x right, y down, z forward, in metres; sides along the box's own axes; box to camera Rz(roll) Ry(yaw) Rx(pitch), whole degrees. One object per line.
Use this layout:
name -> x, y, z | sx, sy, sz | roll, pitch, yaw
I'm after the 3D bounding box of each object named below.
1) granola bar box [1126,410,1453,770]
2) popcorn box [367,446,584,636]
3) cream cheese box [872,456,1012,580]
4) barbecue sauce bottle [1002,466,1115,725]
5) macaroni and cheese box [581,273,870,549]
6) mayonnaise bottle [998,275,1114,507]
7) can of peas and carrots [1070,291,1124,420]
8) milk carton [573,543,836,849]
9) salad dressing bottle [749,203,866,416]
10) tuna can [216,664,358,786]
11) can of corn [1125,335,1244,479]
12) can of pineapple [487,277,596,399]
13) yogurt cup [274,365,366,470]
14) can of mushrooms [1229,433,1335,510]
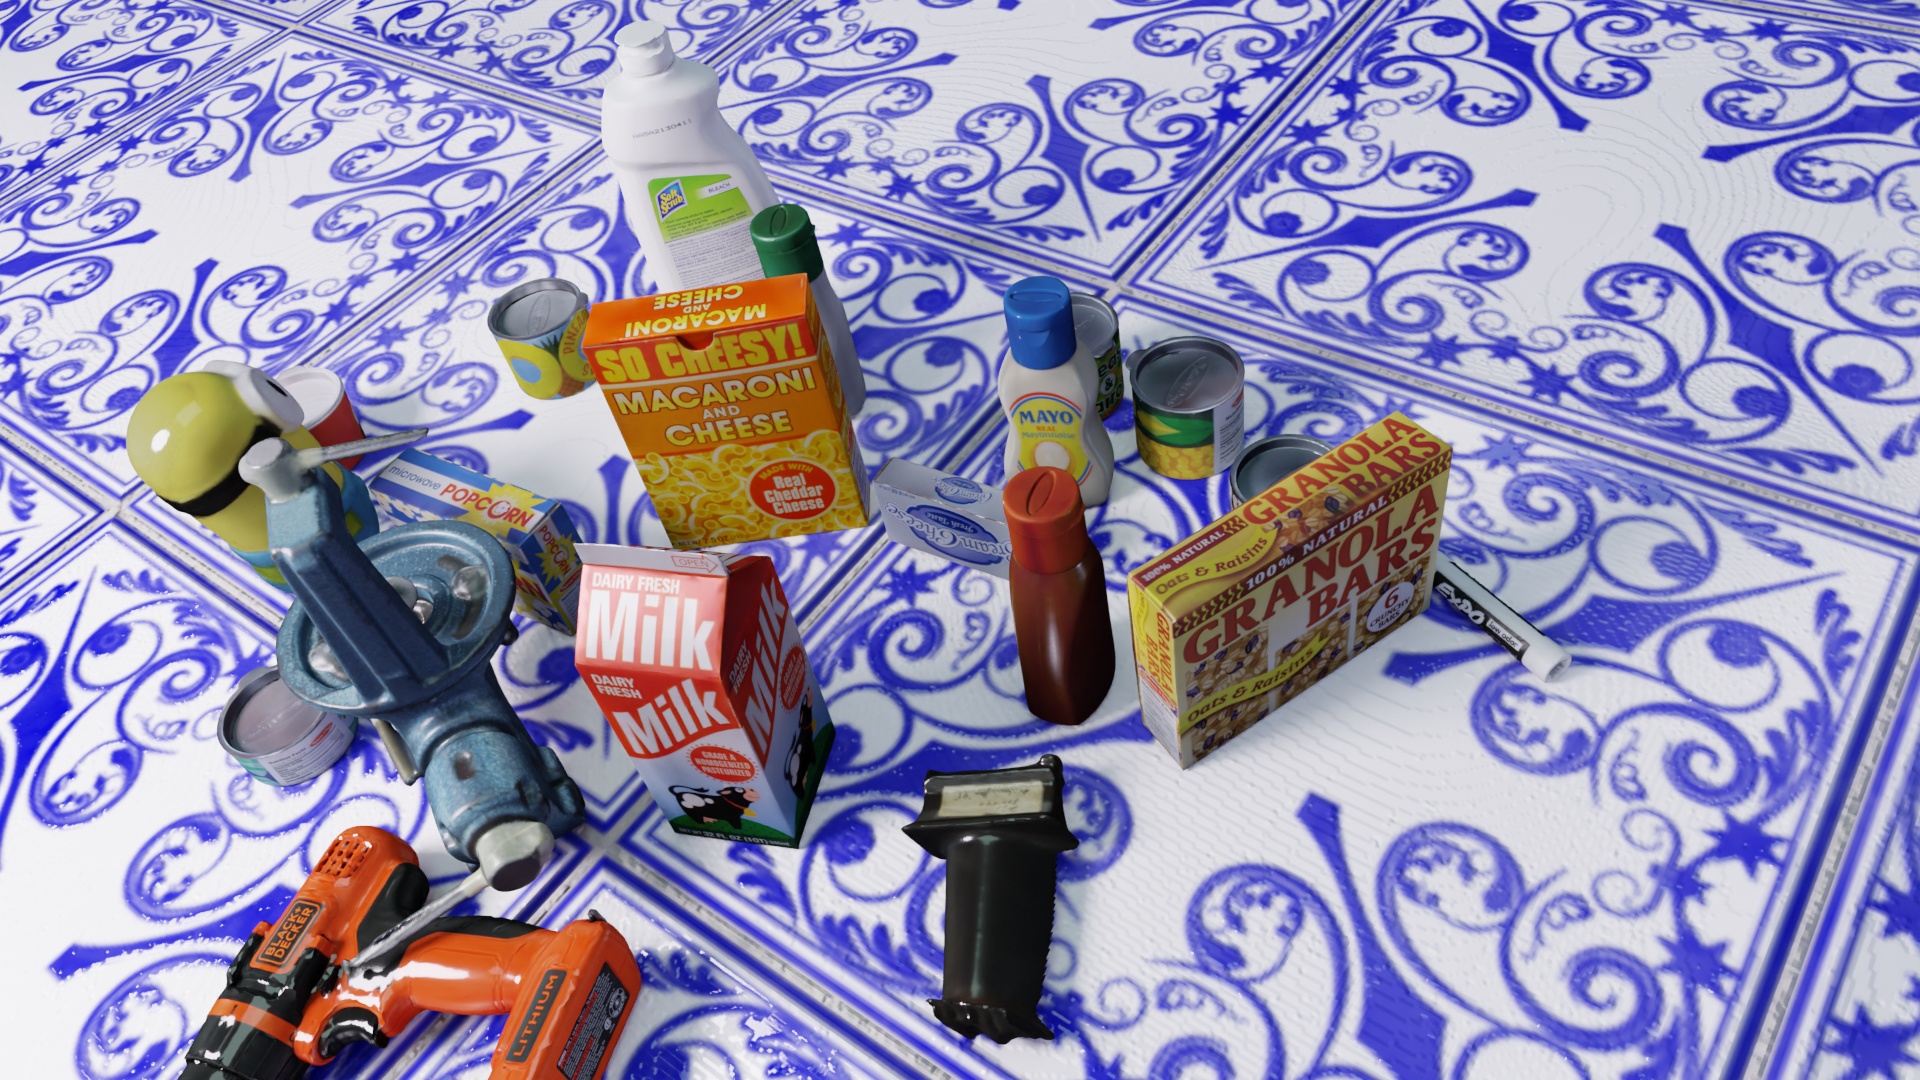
granola bar box -> 0.161, 0.025, 0.683 | 0.166, 0.123, 0.039 | -30, 50, -15
popcorn box -> -0.278, 0.000, 0.821 | 0.127, 0.084, 0.038 | 18, 55, 25
cream cheese box -> 0.003, -0.010, 0.795 | 0.104, 0.053, 0.024 | 18, 55, 25
barbecue sauce bottle -> 0.049, 0.027, 0.688 | 0.044, 0.147, 0.065 | 12, 52, 21
macaroni and cheese box -> -0.128, -0.068, 0.797 | 0.124, 0.165, 0.040 | -8, 48, 5
mayonnaise bottle -> 0.050, -0.080, 0.784 | 0.065, 0.147, 0.041 | 2, 49, 14
can of peas and carrots -> 0.070, -0.111, 0.869 | 0.071, 0.058, 0.071 | -6, 48, 7
milk carton -> -0.120, 0.065, 0.659 | 0.072, 0.189, 0.074 | 4, 50, 15
salad dressing bottle -> -0.095, -0.140, 0.868 | 0.044, 0.147, 0.064 | -3, 48, 9
tuna can -> -0.381, 0.102, 0.786 | 0.071, 0.032, 0.071 | -6, 48, 6
can of corn -> 0.133, -0.079, 0.827 | 0.071, 0.058, 0.071 | -6, 48, 7
can of pineapple -> -0.285, -0.140, 0.967 | 0.071, 0.057, 0.071 | -6, 48, 7
yogurt cup -> -0.441, -0.076, 0.944 | 0.072, 0.053, 0.073 | -6, 48, 7
can of mushrooms -> 0.187, -0.025, 0.784 | 0.071, 0.033, 0.071 | -6, 48, 6
